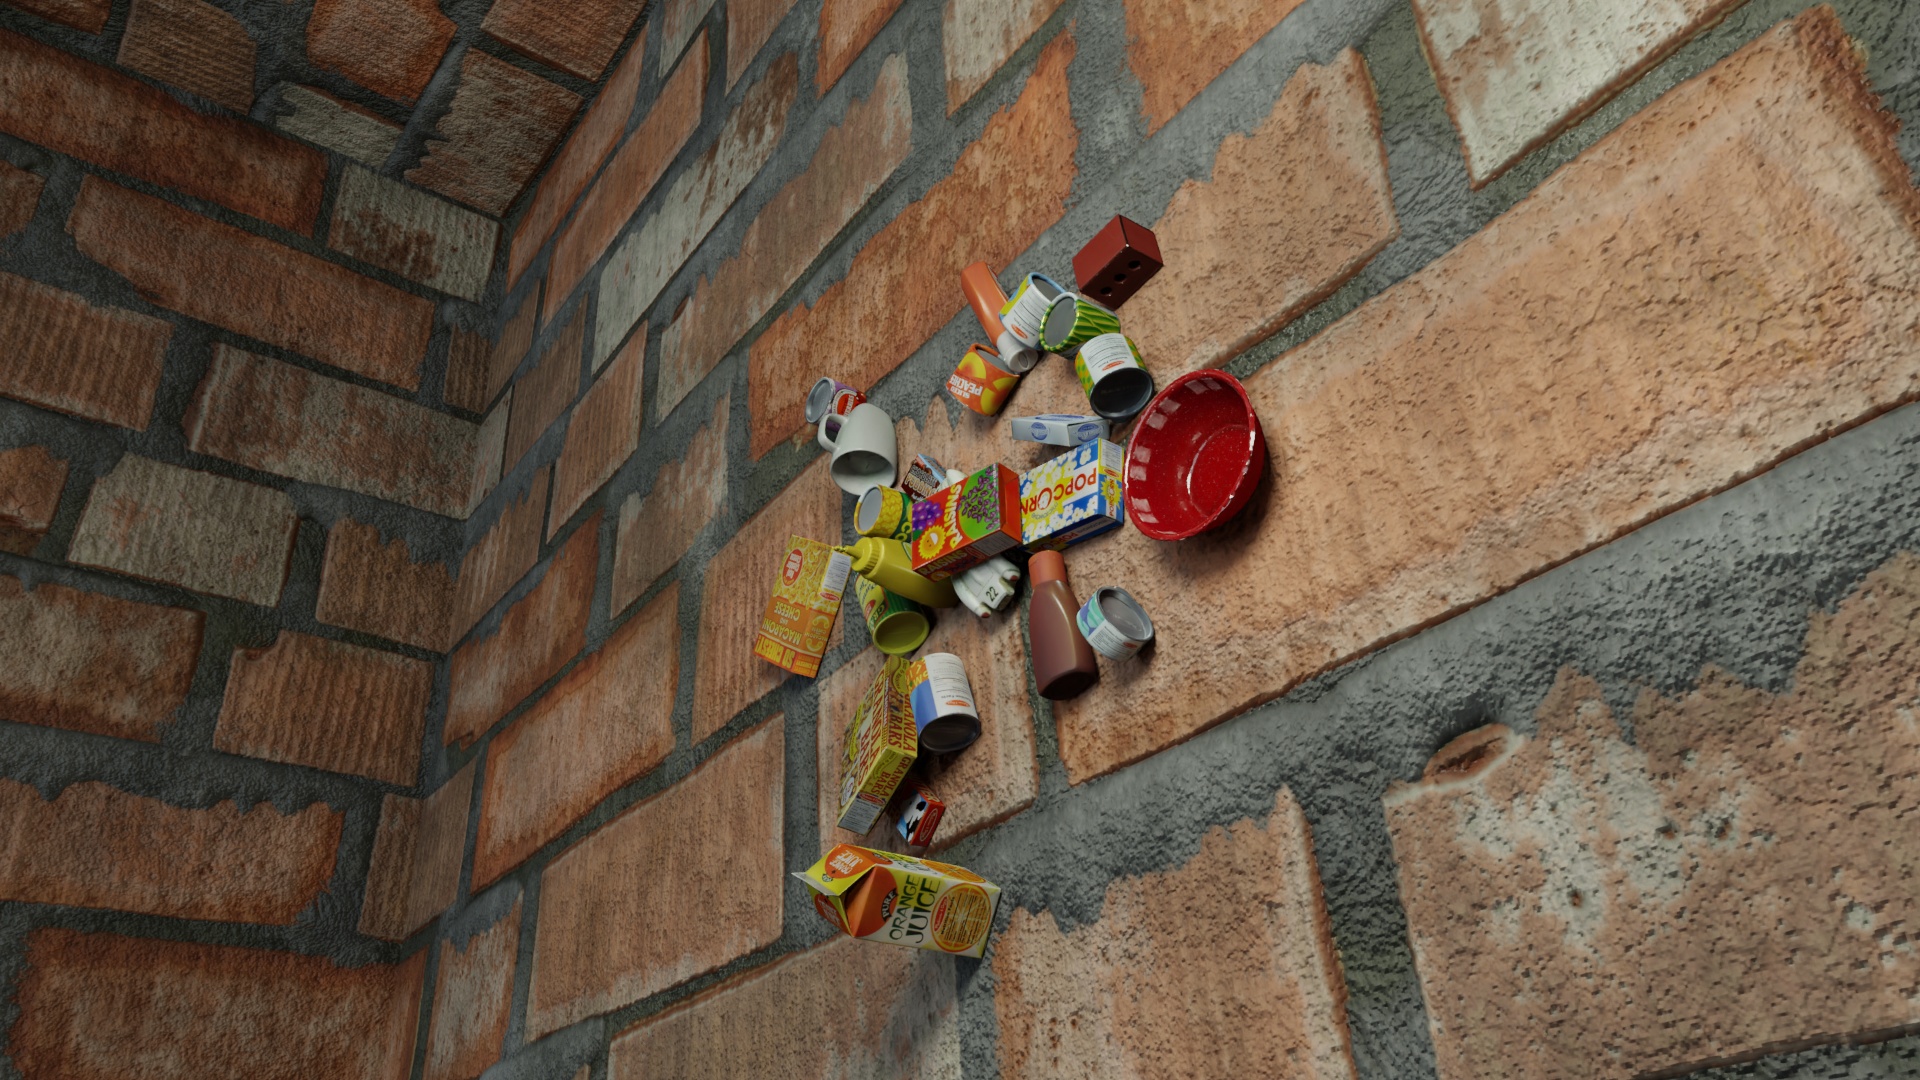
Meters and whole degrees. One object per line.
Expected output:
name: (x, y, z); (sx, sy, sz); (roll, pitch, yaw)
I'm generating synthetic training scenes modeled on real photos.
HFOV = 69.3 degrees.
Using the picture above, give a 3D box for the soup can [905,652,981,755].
soup can: (-0.020, 0.172, 1.466); (0.071, 0.071, 0.084); (-49, 38, 30)

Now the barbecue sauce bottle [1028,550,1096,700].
barbecue sauce bottle: (0.094, 0.080, 1.366); (0.064, 0.043, 0.149); (-41, 43, 38)

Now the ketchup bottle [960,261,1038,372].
ketchup bottle: (0.045, -0.253, 1.592); (0.043, 0.064, 0.149); (-26, 52, 2)

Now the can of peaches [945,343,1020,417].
can of peaches: (0.025, -0.182, 1.574); (0.058, 0.071, 0.071); (-55, 36, 21)

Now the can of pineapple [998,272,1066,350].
can of pineapple: (0.085, -0.253, 1.527); (0.057, 0.071, 0.071); (-49, 39, 29)

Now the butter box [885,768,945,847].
butter box: (-0.057, 0.282, 1.502); (0.104, 0.024, 0.053); (39, 106, 56)

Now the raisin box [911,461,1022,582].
raisin box: (0.005, -0.018, 1.455); (0.123, 0.040, 0.086); (-25, 52, 33)

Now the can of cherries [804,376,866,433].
can of cherries: (-0.166, -0.179, 1.863); (0.071, 0.058, 0.072); (-31, 49, 44)

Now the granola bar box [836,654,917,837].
granola bar box: (-0.088, 0.221, 1.515); (0.123, 0.039, 0.166); (-59, 16, 26)

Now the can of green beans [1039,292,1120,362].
can of green beans: (0.124, -0.220, 1.459); (0.071, 0.058, 0.071); (-30, 51, 46)

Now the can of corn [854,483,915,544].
can of corn: (-0.087, -0.028, 1.670); (0.071, 0.058, 0.071); (-31, 50, 46)

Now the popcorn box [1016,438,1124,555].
popcorn box: (0.111, -0.042, 1.406); (0.126, 0.038, 0.085); (-25, 55, 48)

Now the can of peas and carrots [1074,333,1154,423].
can of peas and carrots: (0.153, -0.162, 1.384); (0.070, 0.071, 0.059); (-49, 38, 30)

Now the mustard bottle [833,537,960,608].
mustard bottle: (-0.069, 0.029, 1.522); (0.048, 0.160, 0.065); (-55, 37, 21)

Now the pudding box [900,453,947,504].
pudding box: (-0.034, -0.062, 1.637); (0.049, 0.030, 0.084); (-60, 35, 15)

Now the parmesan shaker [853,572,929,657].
parmesan shaker: (-0.082, 0.076, 1.605); (0.071, 0.071, 0.103); (-55, 36, 24)

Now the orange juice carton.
orange juice carton: (-0.064, 0.342, 1.326); (0.072, 0.193, 0.073); (10, 82, 58)

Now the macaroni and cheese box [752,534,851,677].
macaroni and cheese box: (-0.204, 0.083, 1.802); (0.124, 0.040, 0.166); (13, 85, 57)

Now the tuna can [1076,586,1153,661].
tuna can: (0.142, 0.075, 1.278); (0.032, 0.071, 0.071); (-51, 38, 30)

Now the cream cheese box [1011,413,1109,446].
cream cheese box: (0.103, -0.116, 1.440); (0.104, 0.053, 0.024); (14, 112, 57)
